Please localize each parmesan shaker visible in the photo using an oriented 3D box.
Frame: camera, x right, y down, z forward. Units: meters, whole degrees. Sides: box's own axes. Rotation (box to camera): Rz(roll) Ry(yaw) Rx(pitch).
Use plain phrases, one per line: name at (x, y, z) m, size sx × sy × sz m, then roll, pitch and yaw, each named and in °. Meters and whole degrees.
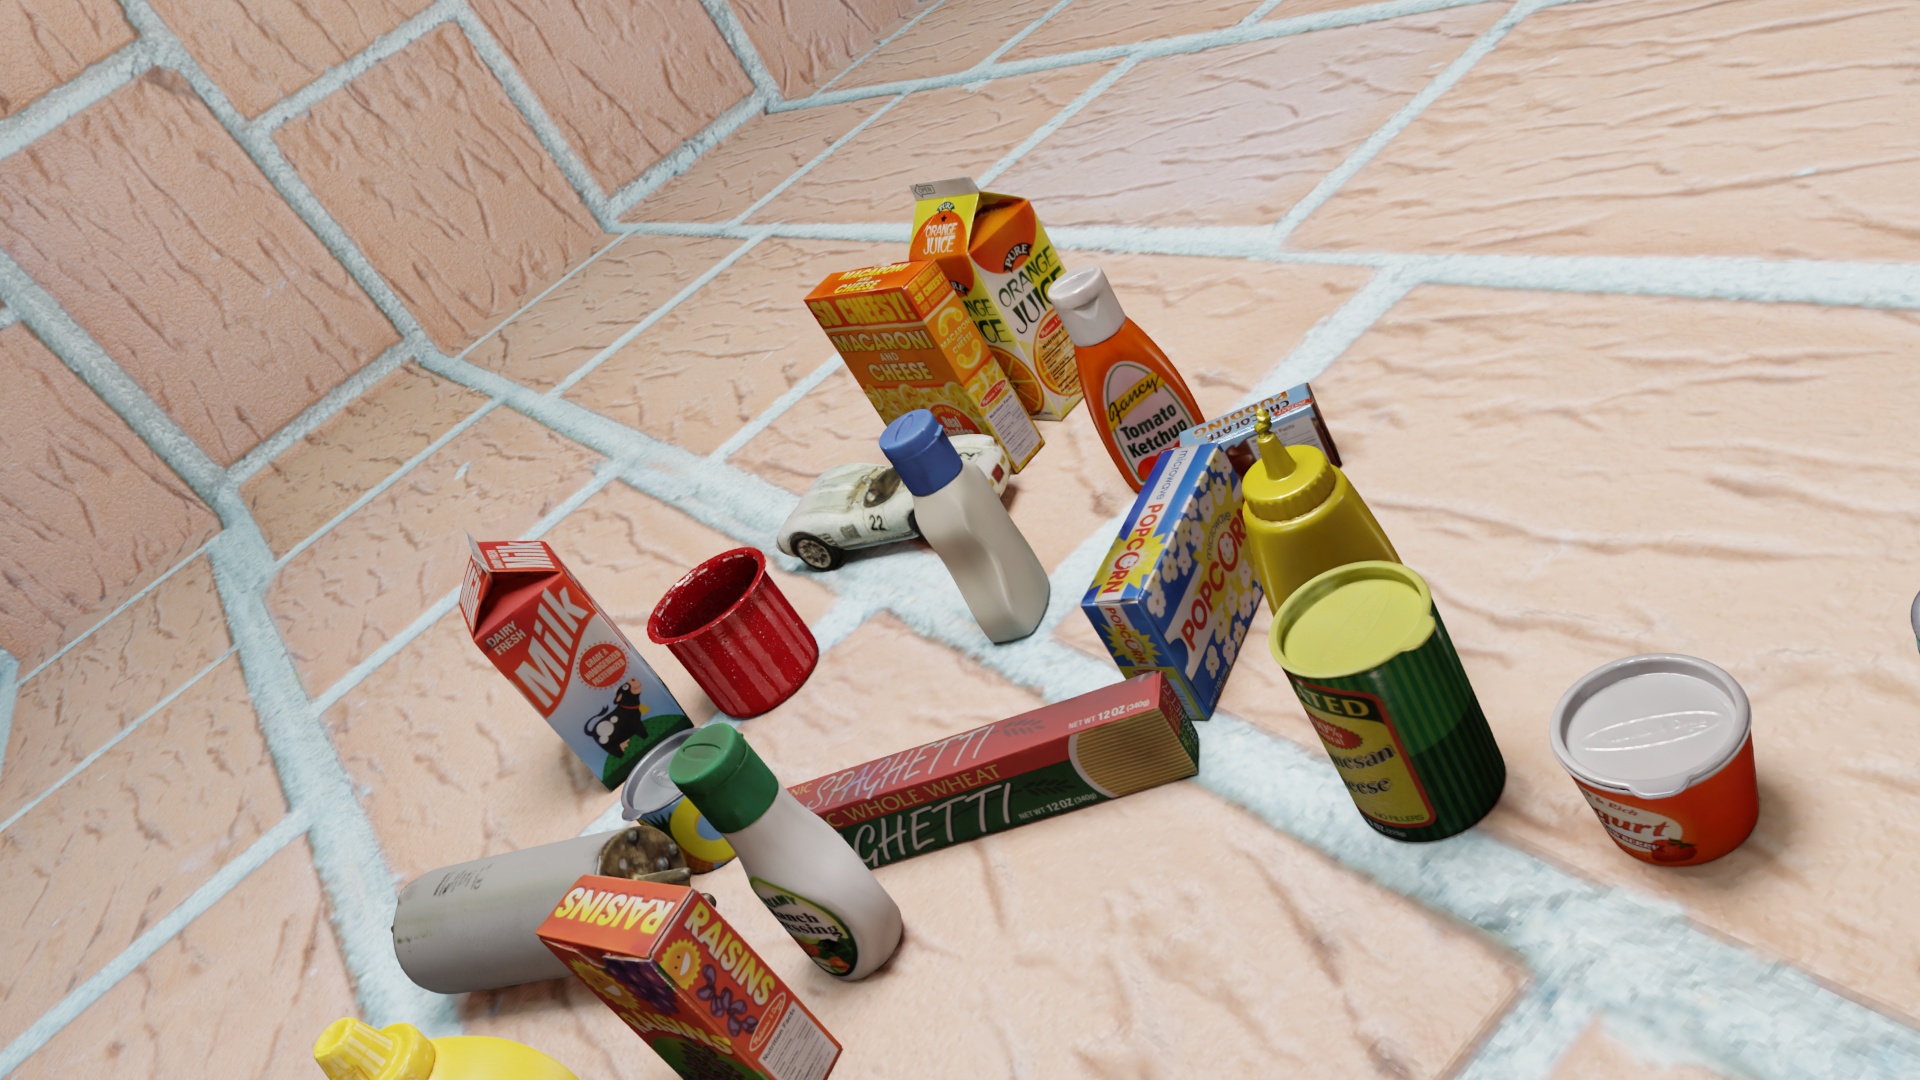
parmesan shaker at (0.180, 0.069, 0.573) m, size 0.071 × 0.102 × 0.072 m, roll -25°, pitch 29°, yaw 15°

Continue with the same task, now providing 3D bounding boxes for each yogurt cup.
yogurt cup at (0.262, 0.084, 0.518) m, size 0.072 × 0.053 × 0.073 m, roll -25°, pitch 29°, yaw 15°

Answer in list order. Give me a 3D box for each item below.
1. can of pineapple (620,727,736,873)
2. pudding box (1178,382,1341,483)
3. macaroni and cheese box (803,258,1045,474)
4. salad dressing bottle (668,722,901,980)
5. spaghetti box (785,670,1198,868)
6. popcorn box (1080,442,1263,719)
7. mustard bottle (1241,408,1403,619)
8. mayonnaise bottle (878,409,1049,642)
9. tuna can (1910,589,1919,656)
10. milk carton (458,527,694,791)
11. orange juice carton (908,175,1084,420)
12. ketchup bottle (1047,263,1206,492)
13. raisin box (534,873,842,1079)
can of pineapple at (-0.159, 0.156, 0.826) m, size 0.071 × 0.057 × 0.071 m, roll -25°, pitch 29°, yaw 15°
pudding box at (0.177, -0.054, 0.827) m, size 0.083 × 0.049 × 0.030 m, roll -23°, pitch 30°, yaw 18°
macaroni and cheese box at (-0.027, -0.125, 1.023) m, size 0.123 × 0.166 × 0.040 m, roll 5°, pitch 46°, yaw 49°
salad dressing bottle at (-0.083, 0.149, 0.664) m, size 0.064 × 0.147 × 0.044 m, roll -4°, pitch 39°, yaw 42°
spaghetti box at (-0.001, 0.128, 0.718) m, size 0.249 × 0.050 × 0.029 m, roll -21°, pitch 30°, yaw 21°
popcorn box at (0.119, 0.020, 0.731) m, size 0.038 × 0.085 × 0.127 m, roll -7°, pitch 37°, yaw 39°
mustard bottle at (0.162, 0.007, 0.627) m, size 0.065 × 0.159 × 0.049 m, roll -27°, pitch 28°, yaw 12°
mayonnaise bottle at (0.003, -0.010, 0.830) m, size 0.041 × 0.147 × 0.065 m, roll -17°, pitch 32°, yaw 27°
tuna can at (0.380, 0.038, 0.494) m, size 0.071 × 0.032 × 0.071 m, roll -25°, pitch 29°, yaw 15°
milk carton at (-0.269, 0.070, 0.933) m, size 0.073 × 0.190 × 0.072 m, roll -39°, pitch 28°, yaw -11°
orange juice carton at (0.030, -0.186, 1.033) m, size 0.073 × 0.192 × 0.072 m, roll -47°, pitch 31°, yaw -24°
ketchup bottle at (0.103, -0.103, 0.874) m, size 0.064 × 0.148 × 0.044 m, roll -28°, pitch 28°, yaw 9°
raisin box at (-0.124, 0.208, 0.638) m, size 0.086 × 0.123 × 0.040 m, roll -6°, pitch 38°, yaw 41°
